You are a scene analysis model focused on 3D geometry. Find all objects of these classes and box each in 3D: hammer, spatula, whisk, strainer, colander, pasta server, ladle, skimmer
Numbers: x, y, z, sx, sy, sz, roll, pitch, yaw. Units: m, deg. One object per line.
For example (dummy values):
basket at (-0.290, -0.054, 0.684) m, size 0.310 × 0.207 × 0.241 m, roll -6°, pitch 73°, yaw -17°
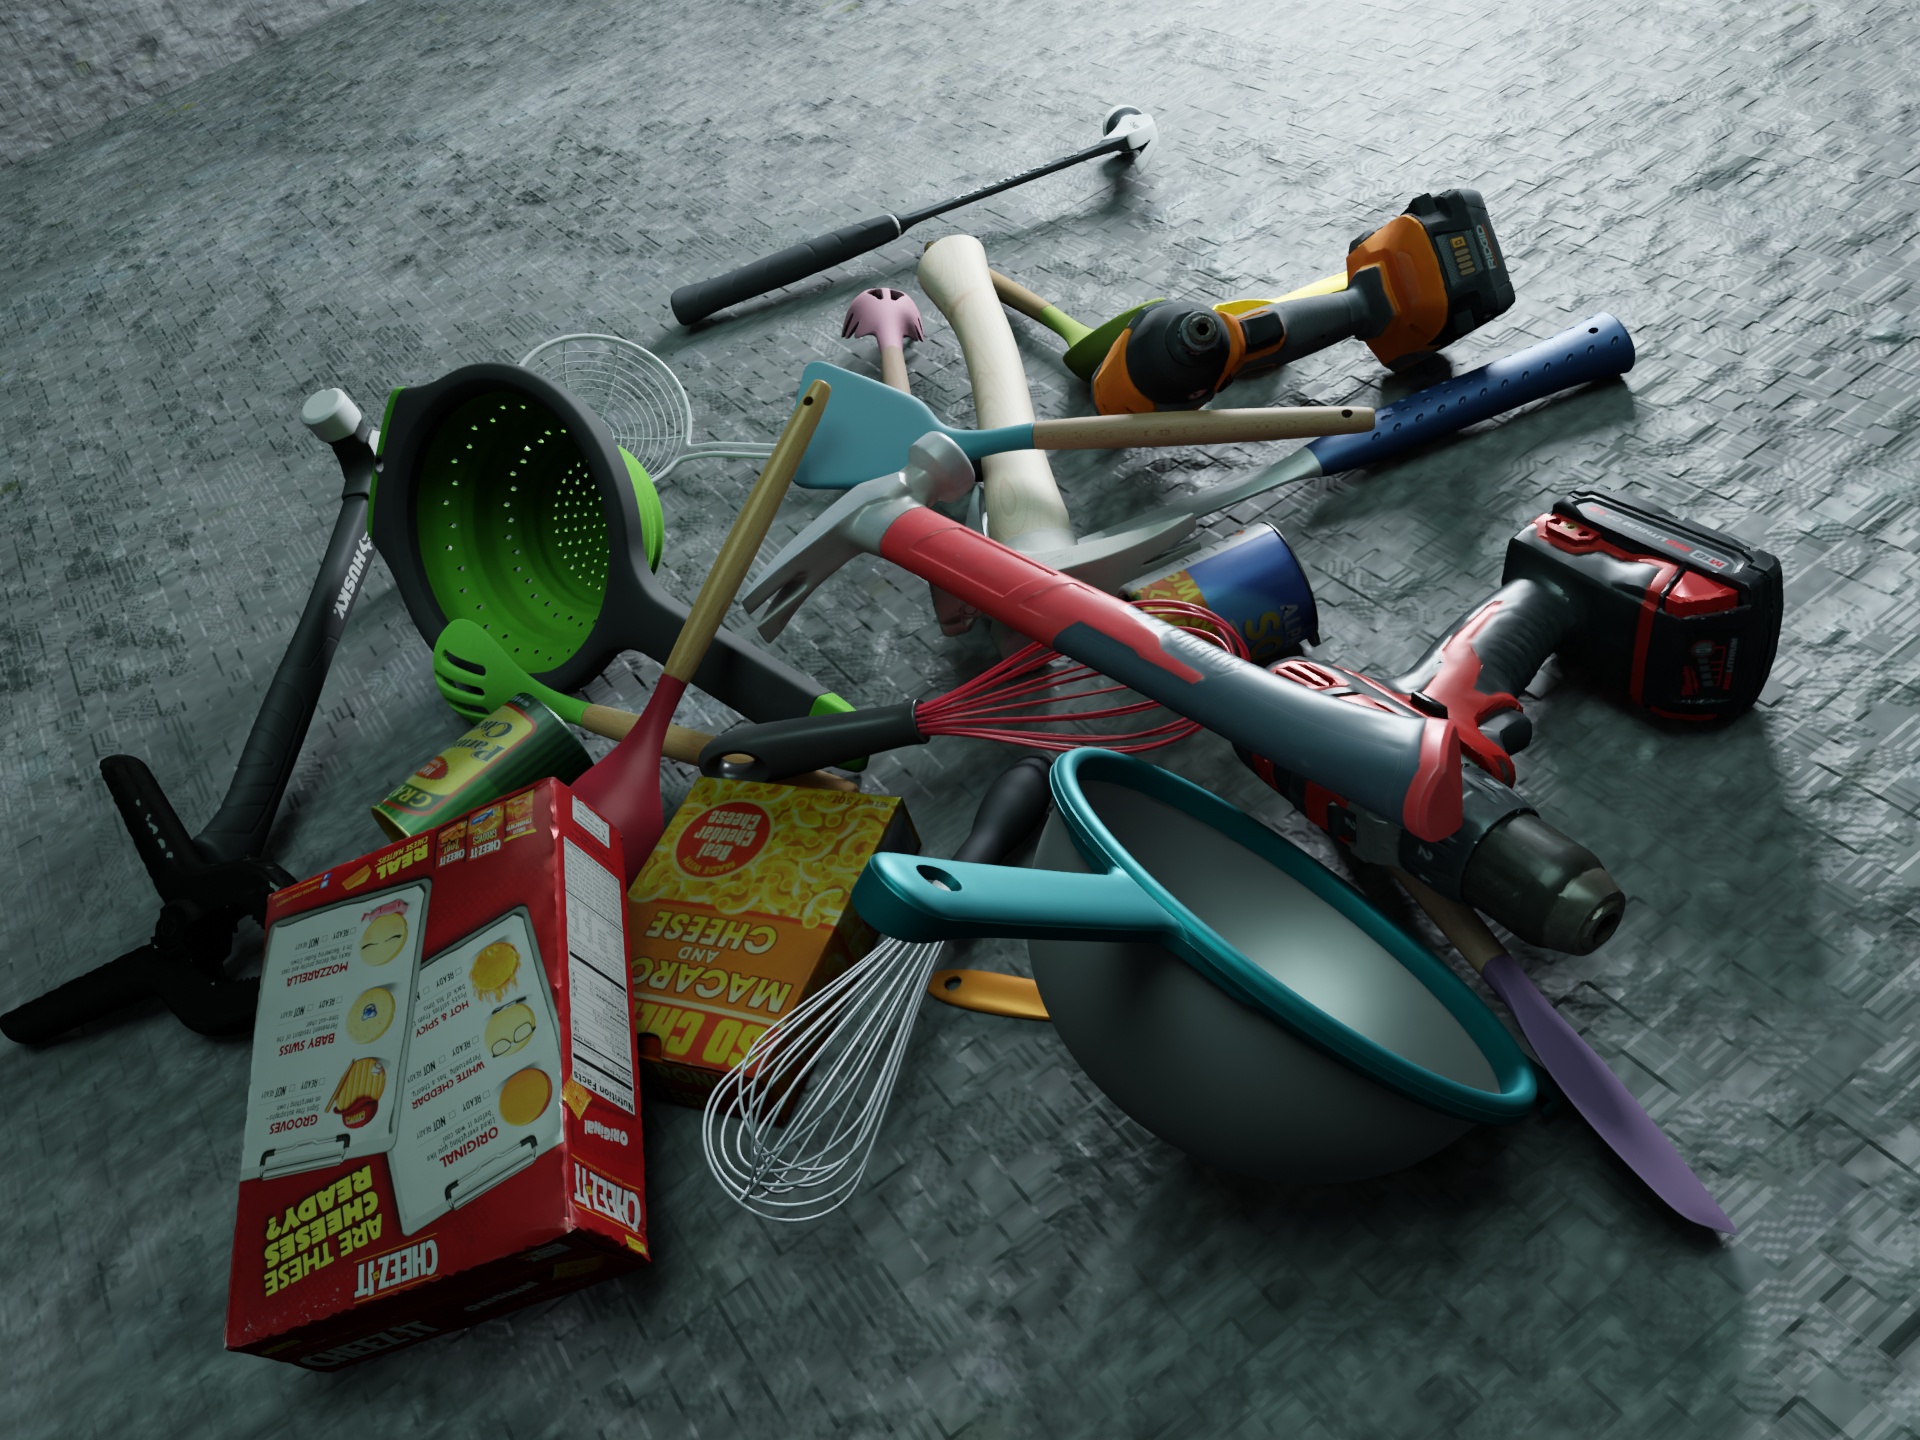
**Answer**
hammer at (-0.404, -0.039, 0.996) m, size 0.035 × 0.146 × 0.335 m, roll -5°, pitch 55°, yaw 17°
spatula at (0.209, 0.086, 0.668) m, size 0.018 × 0.059 × 0.316 m, roll -54°, pitch 34°, yaw 19°
spatula at (0.064, -0.162, 0.875) m, size 0.317 × 0.044 × 0.082 m, roll 0°, pitch 68°, yaw 14°
whisk at (-0.020, 0.106, 0.716) m, size 0.070 × 0.070 × 0.285 m, roll 9°, pitch 41°, yaw 29°
hammer at (0.050, -0.030, 0.708) m, size 0.143 × 0.038 × 0.387 m, roll -42°, pitch 42°, yaw -15°
strainer at (0.063, 0.098, 0.553) m, size 0.211 × 0.340 × 0.095 m, roll 43°, pitch 108°, yaw 35°
colander at (-0.188, -0.081, 0.956) m, size 0.397 × 0.204 × 0.094 m, roll 30°, pitch 25°, yaw 23°
pasta server at (-0.044, -0.224, 1.056) m, size 0.060 × 0.040 × 0.317 m, roll 1°, pitch 35°, yaw -7°
ladle at (0.047, -0.308, 1.137) m, size 0.078 × 0.062 × 0.320 m, roll -29°, pitch 40°, yaw -13°
hammer at (-0.037, -0.396, 1.261) m, size 0.409 × 0.036 × 0.149 m, roll -19°, pitch 25°, yaw 5°
whisk at (-0.001, -0.003, 0.794) m, size 0.296 × 0.073 × 0.073 m, roll -11°, pitch 42°, yaw 20°
ladle at (-0.139, -0.044, 0.848) m, size 0.069 × 0.031 × 0.315 m, roll 21°, pitch 79°, yaw 20°
hammer at (0.192, -0.151, 0.926) m, size 0.405 × 0.035 × 0.144 m, roll -22°, pitch 42°, yaw -2°
skimmer at (-0.138, -0.199, 1.063) m, size 0.363 × 0.090 × 0.127 m, roll 8°, pitch 60°, yaw 27°
hammer at (0.034, -0.203, 0.988) m, size 0.146 × 0.038 × 0.411 m, roll -14°, pitch 42°, yaw 4°

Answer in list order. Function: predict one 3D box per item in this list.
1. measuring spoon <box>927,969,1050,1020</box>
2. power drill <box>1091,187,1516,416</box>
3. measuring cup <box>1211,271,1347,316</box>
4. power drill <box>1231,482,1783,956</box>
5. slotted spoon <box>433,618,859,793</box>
measuring spoon at (0.035, 0.123, 0.713) m, size 0.117 × 0.011 × 0.021 m, roll 4°, pitch 47°, yaw 26°
power drill at (0.196, -0.232, 0.923) m, size 0.226 × 0.084 × 0.164 m, roll -19°, pitch 2°, yaw -5°
measuring cup at (0.228, -0.269, 1.054) m, size 0.156 × 0.029 × 0.062 m, roll -25°, pitch 39°, yaw -23°
power drill at (0.256, -0.002, 0.691) m, size 0.226 × 0.080 × 0.188 m, roll -29°, pitch 42°, yaw -20°
slotted spoon at (-0.191, 0.002, 0.905) m, size 0.314 × 0.070 × 0.031 m, roll 15°, pitch 28°, yaw 26°
